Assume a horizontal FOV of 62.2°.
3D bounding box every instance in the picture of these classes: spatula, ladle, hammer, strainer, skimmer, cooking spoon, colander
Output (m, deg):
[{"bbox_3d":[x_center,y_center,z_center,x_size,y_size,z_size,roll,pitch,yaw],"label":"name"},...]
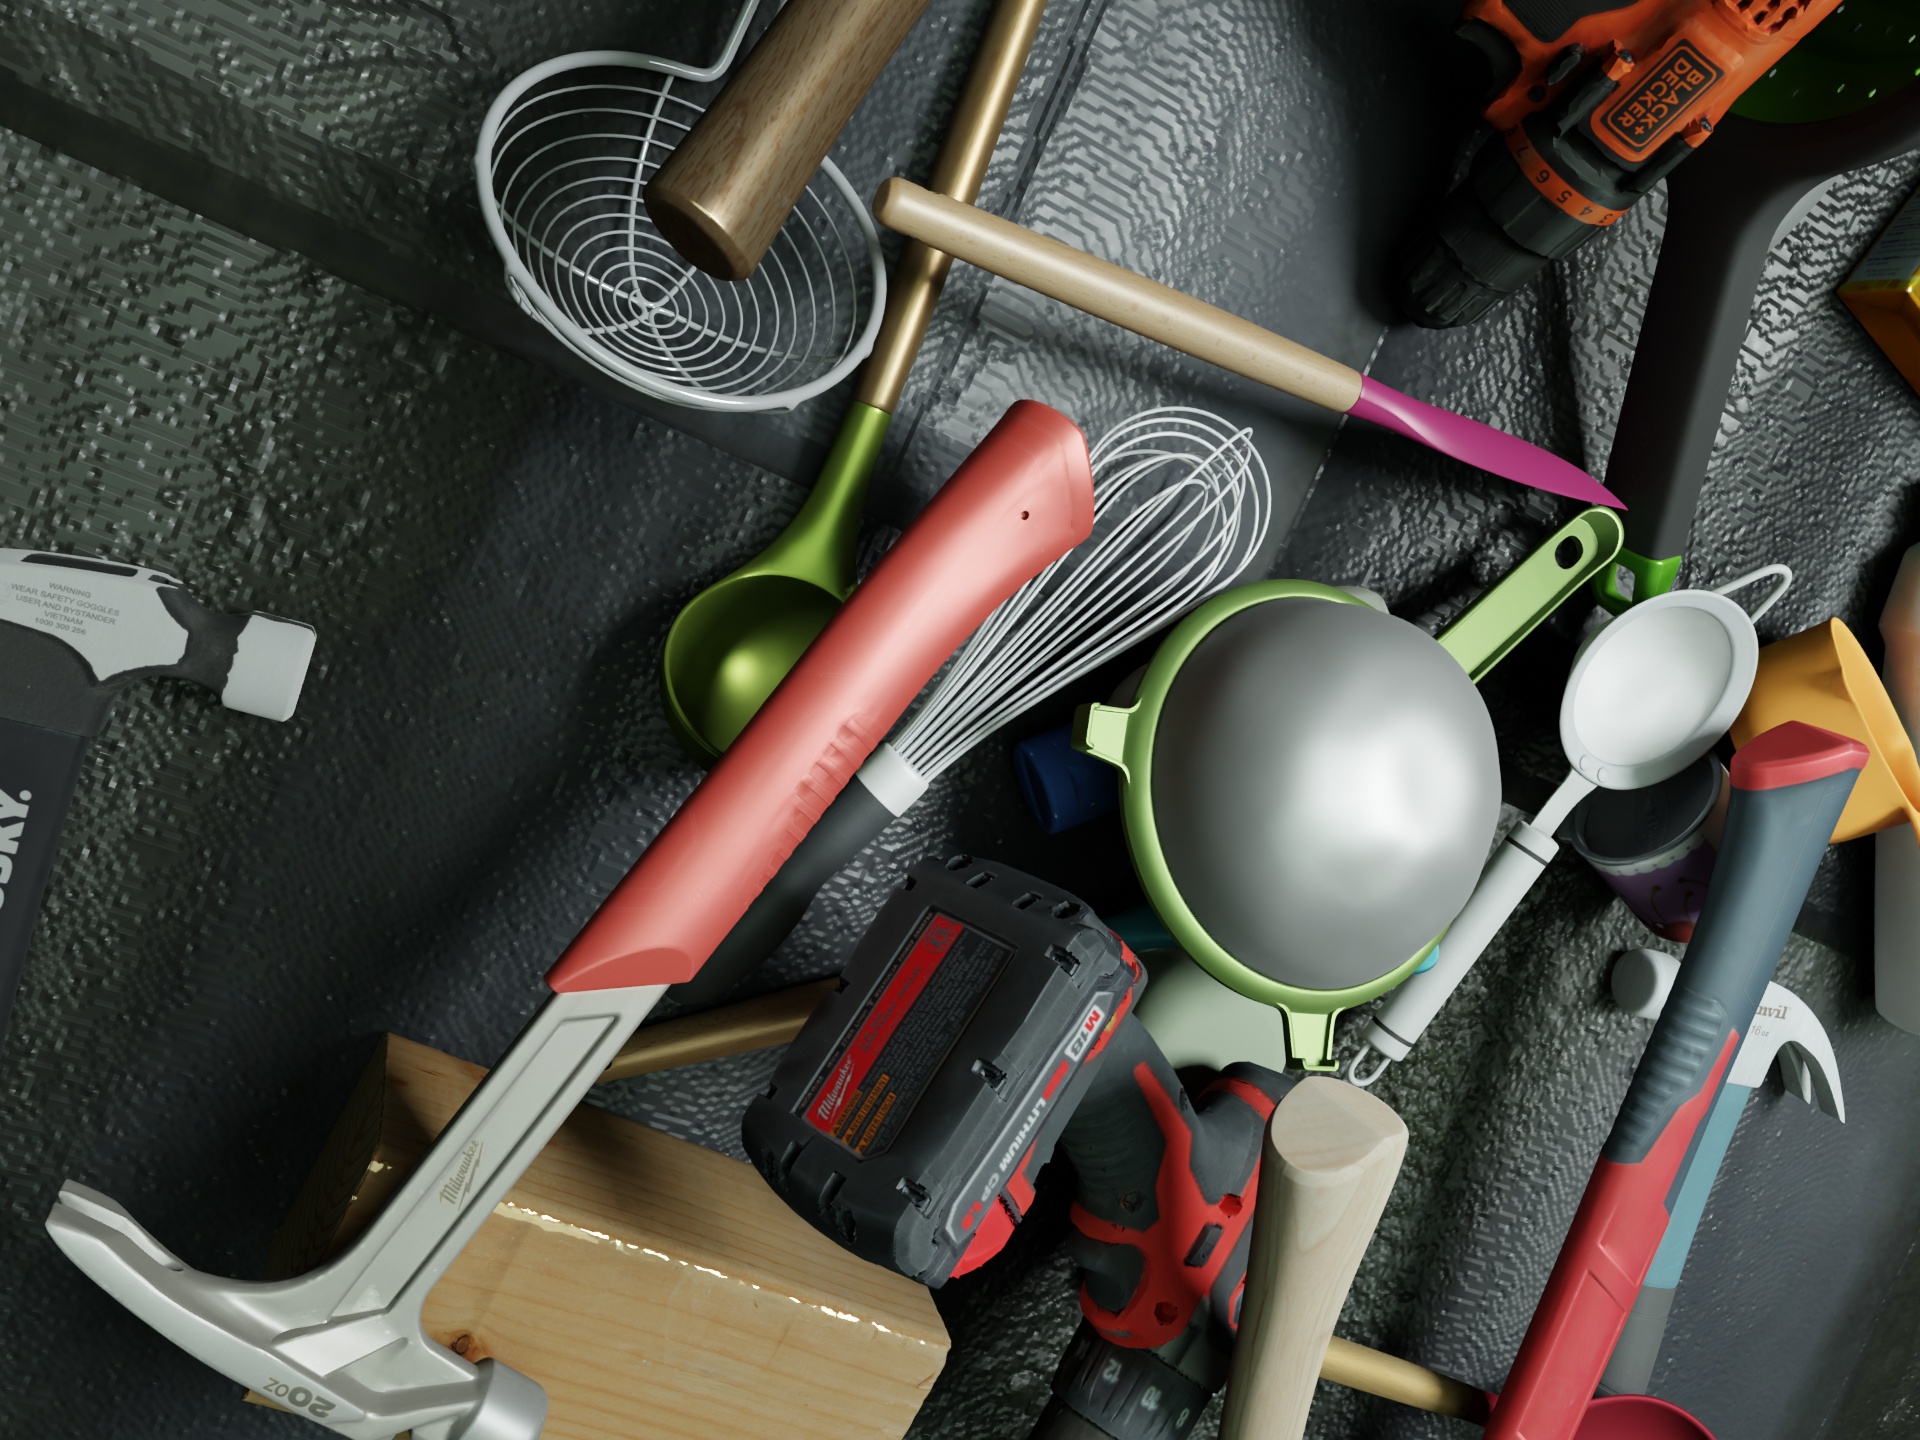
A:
[{"bbox_3d":[0.014,0.088,0.579,0.317,0.044,0.082,-13,84,-10],"label":"spatula"},{"bbox_3d":[0.194,0.287,0.684,0.315,0.031,0.069,23,98,-12],"label":"ladle"},{"bbox_3d":[-0.085,0.041,0.471,0.149,0.037,0.359,41,80,-20],"label":"hammer"},{"bbox_3d":[0.170,-0.008,0.549,0.256,0.069,0.151,-38,99,-24],"label":"strainer"},{"bbox_3d":[-0.028,-0.266,0.463,0.127,0.090,0.363,22,95,-20],"label":"skimmer"},{"bbox_3d":[0.097,0.275,0.558,0.146,0.038,0.410,-30,137,-31],"label":"hammer"},{"bbox_3d":[0.112,-0.119,0.537,0.318,0.069,0.017,13,108,-29],"label":"cooking spoon"},{"bbox_3d":[0.283,0.189,0.636,0.143,0.038,0.386,15,102,-10],"label":"hammer"},{"bbox_3d":[0.300,-0.216,0.553,0.094,0.205,0.396,-15,126,-21],"label":"colander"},{"bbox_3d":[0.312,0.269,0.735,0.128,0.033,0.331,12,99,-19],"label":"hammer"},{"bbox_3d":[0.229,0.040,0.630,0.086,0.050,0.258,30,98,-28],"label":"strainer"},{"bbox_3d":[0.010,-0.265,0.452,0.129,0.031,0.331,41,73,-36],"label":"hammer"},{"bbox_3d":[-0.018,-0.128,0.520,0.078,0.062,0.320,20,94,-14],"label":"ladle"},{"bbox_3d":[-0.319,0.107,0.488,0.146,0.035,0.335,16,98,-22],"label":"hammer"}]

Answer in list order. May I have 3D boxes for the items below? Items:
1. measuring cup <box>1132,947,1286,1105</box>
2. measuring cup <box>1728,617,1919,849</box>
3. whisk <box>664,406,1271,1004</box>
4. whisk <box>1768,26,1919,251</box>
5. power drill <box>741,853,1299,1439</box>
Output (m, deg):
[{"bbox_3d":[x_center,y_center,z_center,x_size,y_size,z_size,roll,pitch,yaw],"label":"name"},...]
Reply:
[{"bbox_3d":[0.133,0.110,0.634,0.167,0.038,0.083,-22,109,-10],"label":"measuring cup"},{"bbox_3d":[0.357,0.045,0.639,0.095,0.052,0.174,22,54,-43],"label":"measuring cup"},{"bbox_3d":[-0.001,-0.002,0.559,0.284,0.070,0.070,-44,112,2],"label":"whisk"},{"bbox_3d":[0.372,-0.261,0.620,0.055,0.055,0.239,41,93,-22],"label":"whisk"},{"bbox_3d":[0.032,0.168,0.518,0.188,0.080,0.226,-56,131,-14],"label":"power drill"}]
